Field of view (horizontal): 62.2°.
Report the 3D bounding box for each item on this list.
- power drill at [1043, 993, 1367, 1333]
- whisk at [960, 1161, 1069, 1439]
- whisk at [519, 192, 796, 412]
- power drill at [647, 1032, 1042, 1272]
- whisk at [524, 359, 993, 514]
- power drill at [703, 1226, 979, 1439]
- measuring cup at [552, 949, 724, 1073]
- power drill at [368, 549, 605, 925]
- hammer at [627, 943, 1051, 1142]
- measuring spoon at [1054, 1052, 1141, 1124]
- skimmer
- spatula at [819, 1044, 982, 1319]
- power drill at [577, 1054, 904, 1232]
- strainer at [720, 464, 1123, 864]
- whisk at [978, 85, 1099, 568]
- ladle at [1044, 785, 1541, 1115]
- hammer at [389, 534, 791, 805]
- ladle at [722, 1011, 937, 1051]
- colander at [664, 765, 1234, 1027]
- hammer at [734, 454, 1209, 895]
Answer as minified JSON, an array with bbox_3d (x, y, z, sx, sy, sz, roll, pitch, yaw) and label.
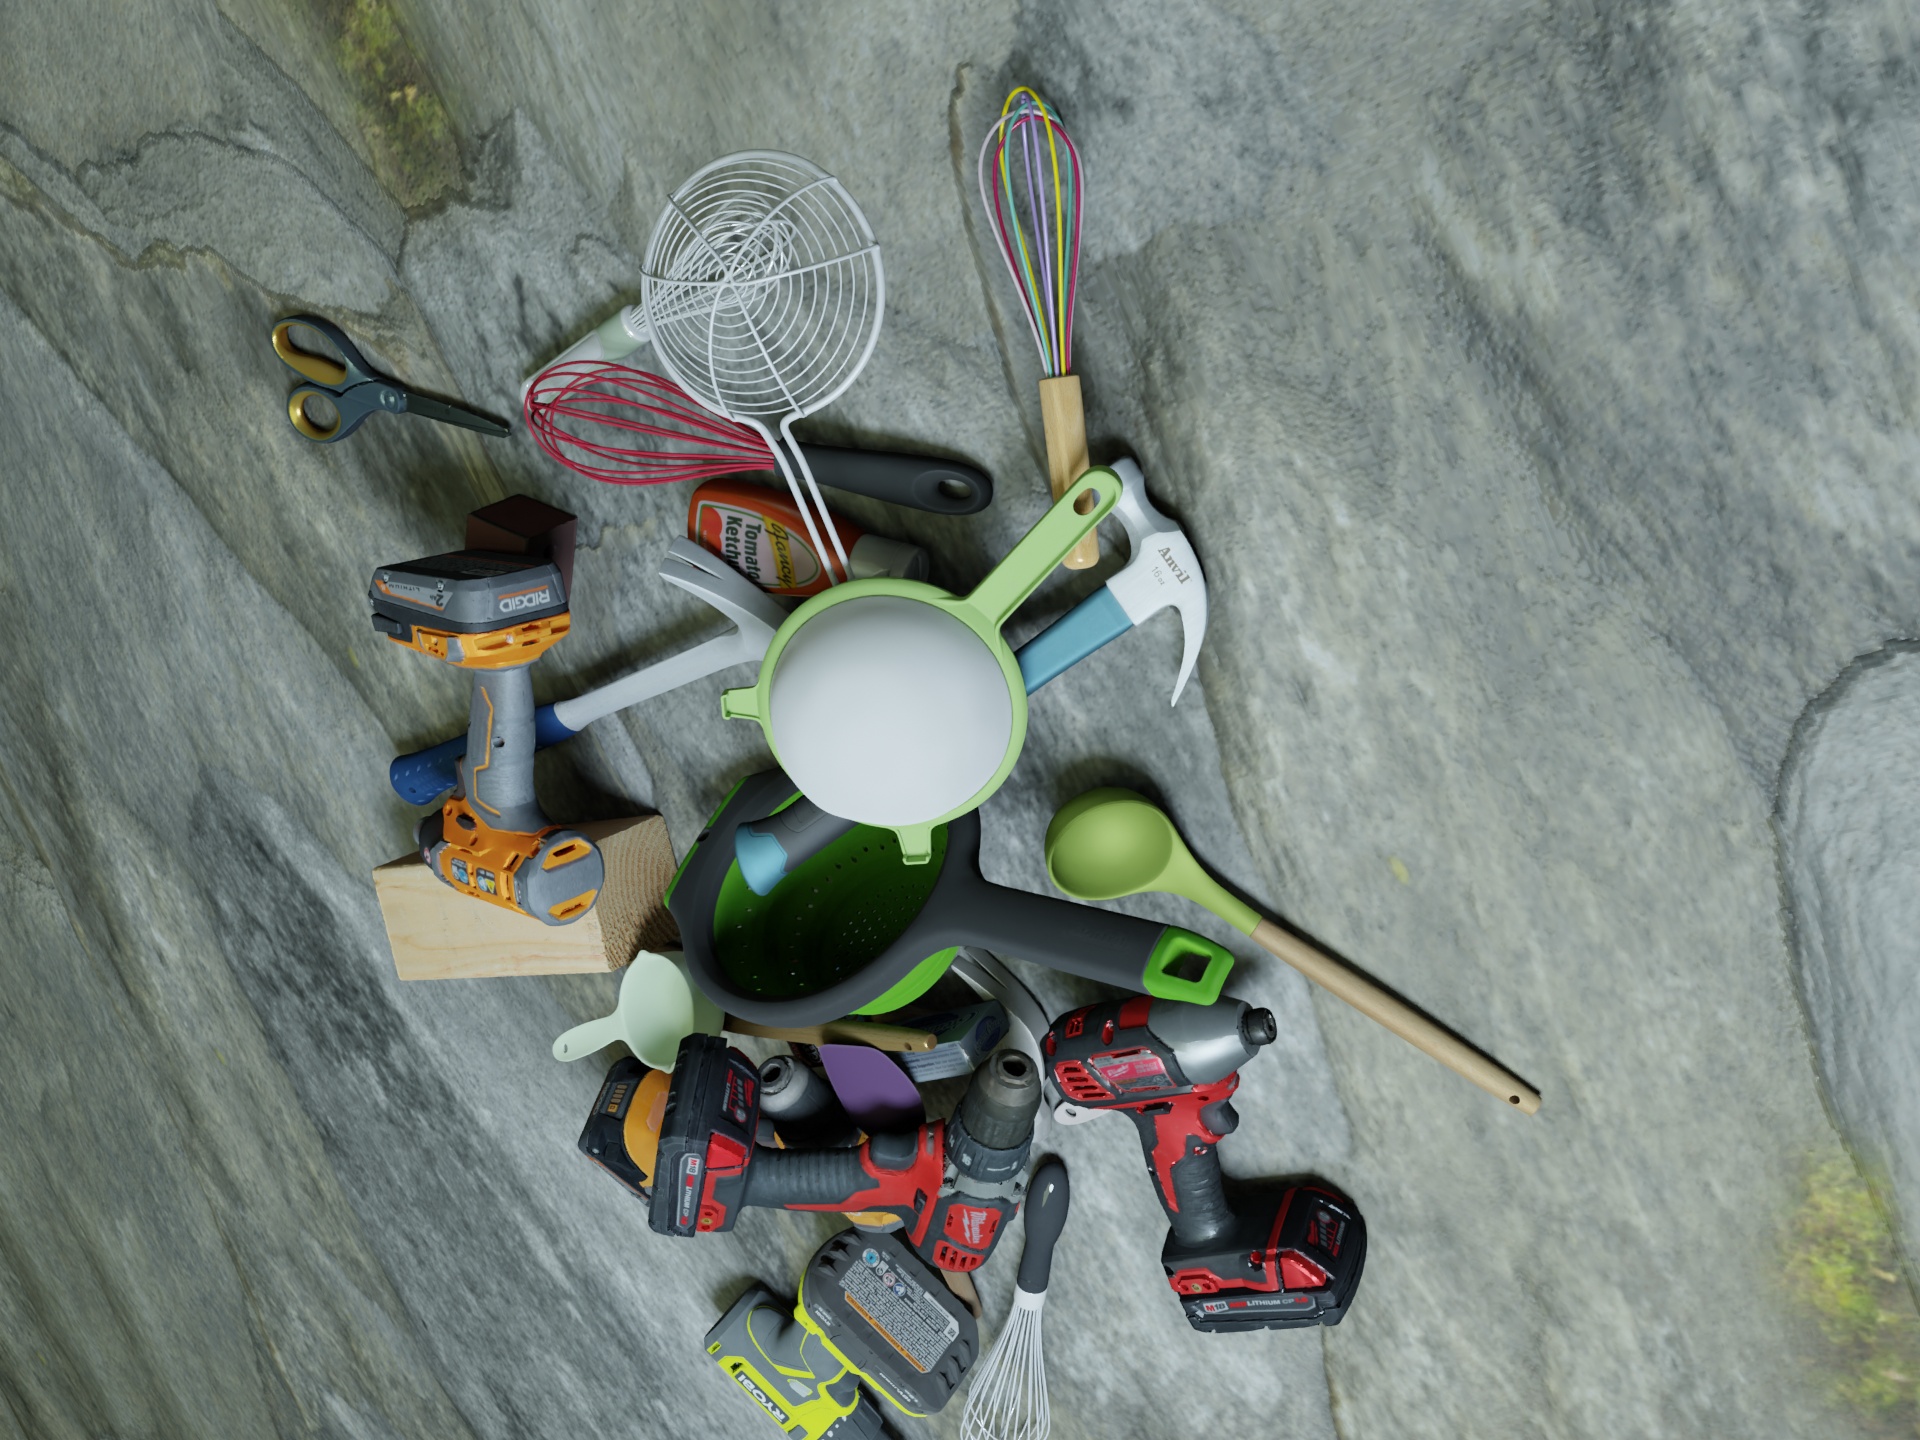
[{"bbox_3d":[0.157,0.259,0.963,0.143,0.078,0.219,-19,107,32],"label":"power drill"},{"bbox_3d":[0.046,0.430,1.127,0.070,0.070,0.284,17,115,20],"label":"whisk"},{"bbox_3d":[-0.188,-0.241,0.950,0.246,0.059,0.058,-21,89,38],"label":"whisk"},{"bbox_3d":[-0.066,0.254,0.964,0.226,0.080,0.187,10,130,-6],"label":"power drill"},{"bbox_3d":[-0.124,-0.159,0.937,0.296,0.073,0.073,12,118,11],"label":"whisk"},{"bbox_3d":[-0.081,0.486,1.190,0.190,0.080,0.228,43,135,6],"label":"power drill"},{"bbox_3d":[-0.221,0.207,1.090,0.167,0.038,0.083,-26,74,39],"label":"measuring cup"},{"bbox_3d":[-0.311,0.010,1.020,0.164,0.084,0.226,10,111,38],"label":"power drill"},{"bbox_3d":[-0.091,0.195,1.103,0.331,0.031,0.130,9,116,24],"label":"hammer"},{"bbox_3d":[0.103,0.237,1.035,0.034,0.018,0.124,45,132,-7],"label":"measuring spoon"},{"bbox_3d":[-0.069,-0.127,0.868,0.127,0.090,0.362,-1,141,16],"label":"skimmer"},{"bbox_3d":[-0.027,0.318,1.073,0.060,0.018,0.315,0,131,21],"label":"spatula"},{"bbox_3d":[-0.156,0.289,1.117,0.226,0.084,0.185,-2,139,28],"label":"power drill"},{"bbox_3d":[-0.007,-0.031,0.834,0.151,0.069,0.256,40,114,-10],"label":"strainer"},{"bbox_3d":[0.048,-0.201,0.828,0.047,0.051,0.245,1,105,35],"label":"whisk"},{"bbox_3d":[0.191,0.139,0.918,0.320,0.062,0.078,33,120,8],"label":"ladle"},{"bbox_3d":[-0.263,-0.010,1.079,0.405,0.035,0.144,-18,128,36],"label":"hammer"},{"bbox_3d":[-0.133,0.203,1.058,0.315,0.031,0.069,-5,113,42],"label":"ladle"},{"bbox_3d":[-0.003,0.124,0.936,0.397,0.204,0.094,9,148,41],"label":"colander"},{"bbox_3d":[-0.001,-0.003,0.911,0.331,0.033,0.128,-35,92,17],"label":"hammer"}]
